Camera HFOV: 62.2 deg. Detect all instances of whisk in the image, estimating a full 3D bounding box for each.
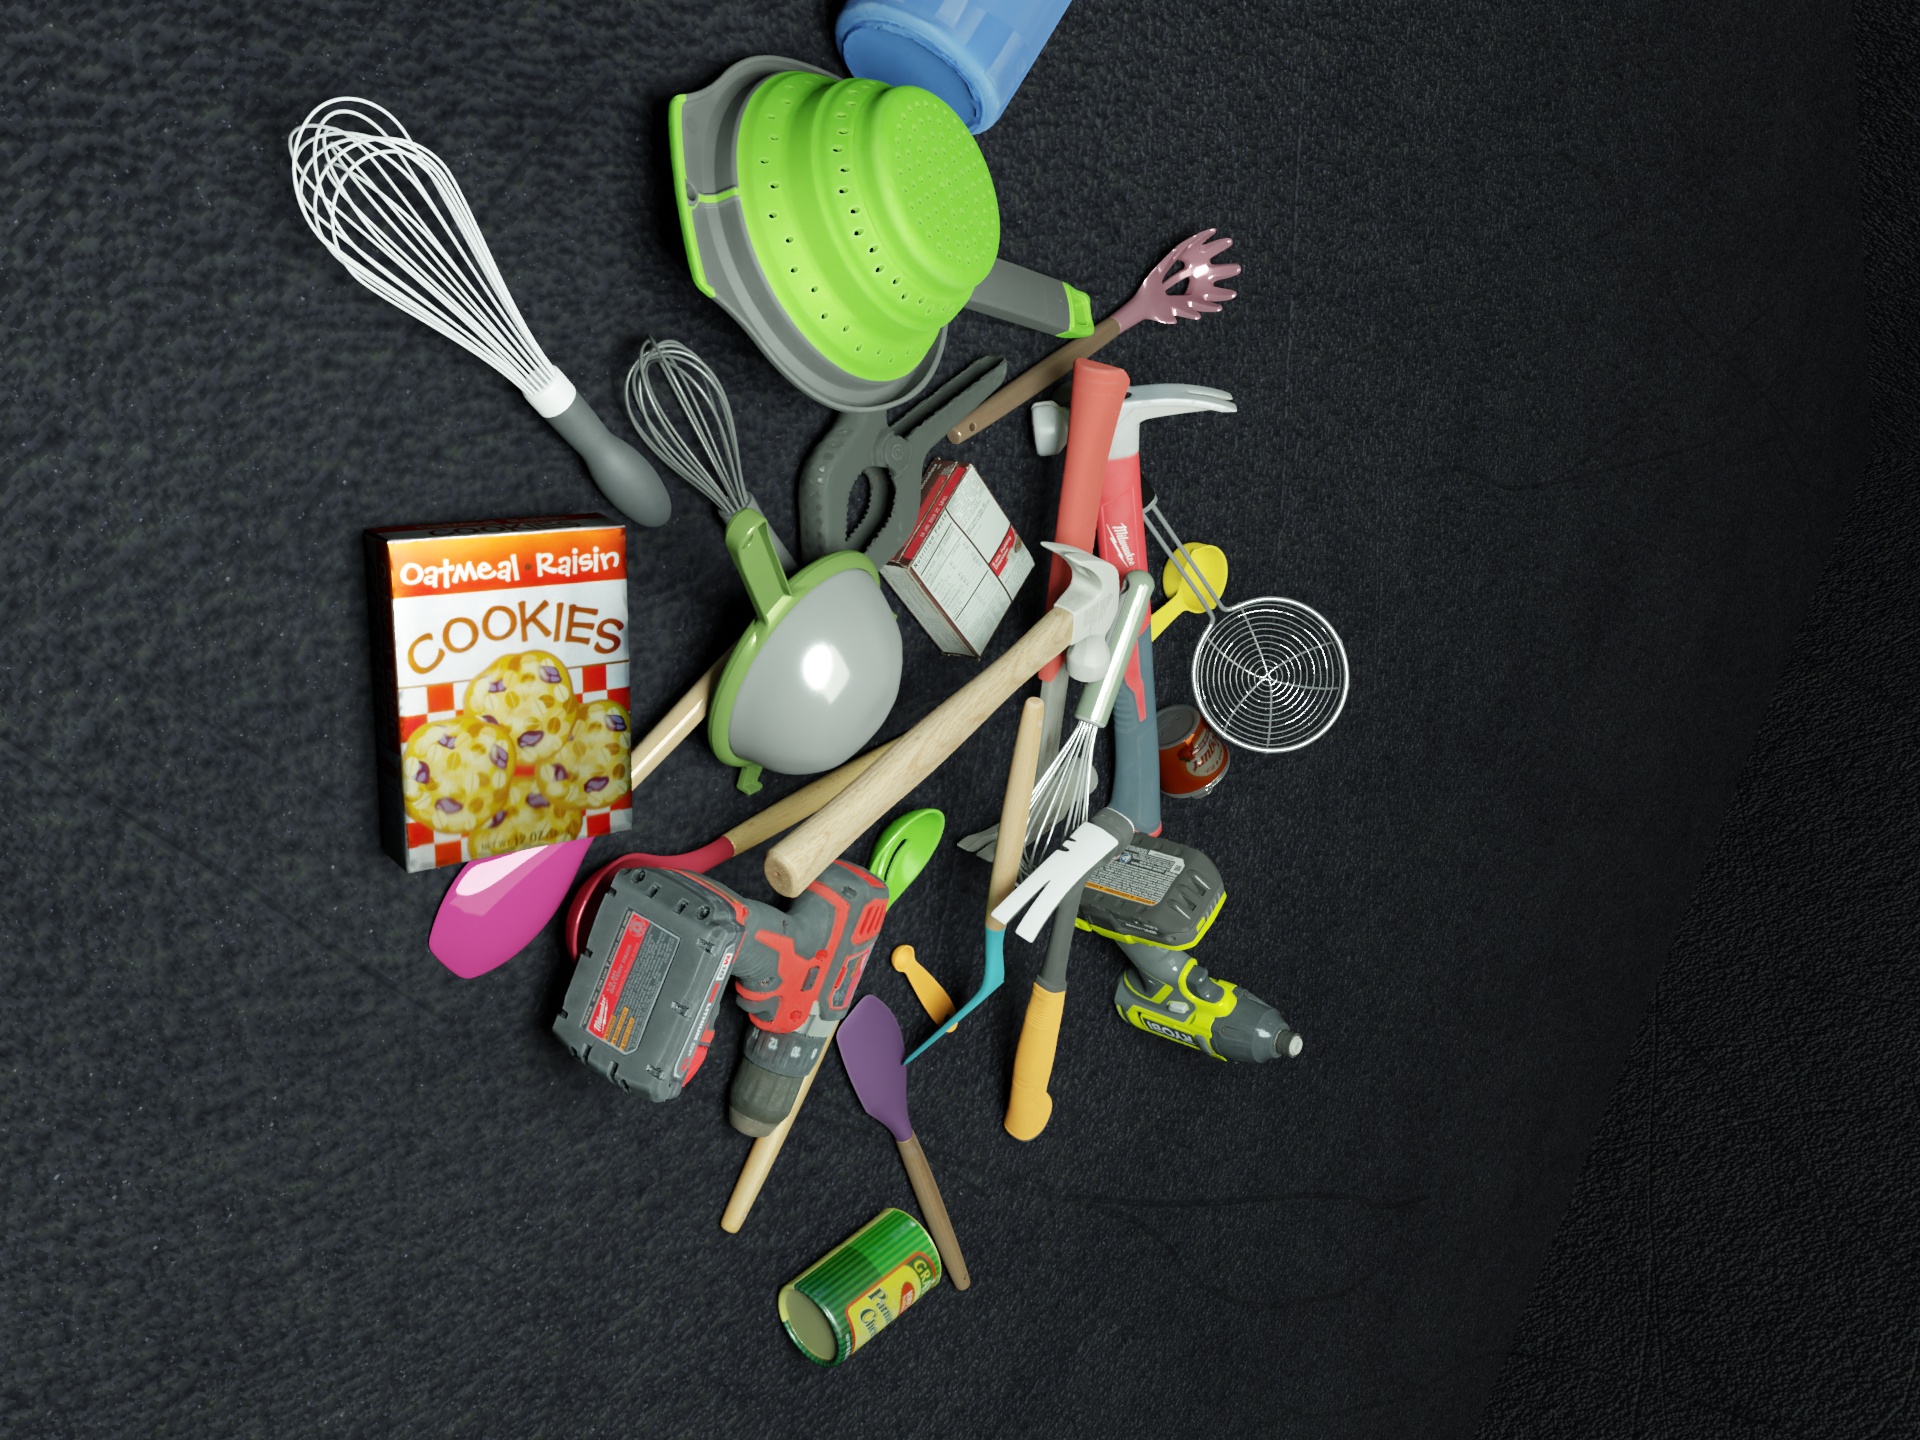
[{"bbox_3d":[0.089,0.007,1.143,0.059,0.058,0.246,20,89,-16],"label":"whisk"},{"bbox_3d":[-0.128,-0.123,0.920,0.055,0.055,0.238,-54,141,-24],"label":"whisk"},{"bbox_3d":[-0.221,-0.184,0.781,0.070,0.070,0.284,-61,145,-17],"label":"whisk"}]

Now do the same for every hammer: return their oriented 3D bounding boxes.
[{"bbox_3d":[0.060,0.215,1.181,0.127,0.034,0.336,-39,149,-37],"label":"hammer"},{"bbox_3d":[-0.002,-0.003,0.990,0.331,0.031,0.130,-41,147,-35],"label":"hammer"},{"bbox_3d":[0.068,-0.075,1.128,0.149,0.037,0.358,-29,133,-48],"label":"hammer"},{"bbox_3d":[0.144,-0.069,1.218,0.038,0.143,0.386,-91,173,-57],"label":"hammer"}]

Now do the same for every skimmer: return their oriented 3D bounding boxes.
[{"bbox_3d":[0.183,-0.115,1.229,0.127,0.090,0.362,-39,127,5],"label":"skimmer"}]

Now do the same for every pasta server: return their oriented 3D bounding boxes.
[{"bbox_3d":[0.100,-0.275,1.151,0.316,0.040,0.060,-40,118,-34],"label":"pasta server"}]

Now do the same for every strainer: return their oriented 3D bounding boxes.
[{"bbox_3d":[-0.080,-0.040,0.897,0.151,0.069,0.256,-51,164,-14],"label":"strainer"}]

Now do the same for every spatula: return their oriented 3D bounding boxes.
[{"bbox_3d":[-0.035,0.328,1.202,0.060,0.018,0.315,-47,133,-39],"label":"spatula"},{"bbox_3d":[0.018,0.117,1.100,0.082,0.044,0.317,-30,139,-46],"label":"spatula"}]

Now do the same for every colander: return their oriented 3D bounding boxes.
[{"bbox_3d":[0.003,-0.284,0.945,0.397,0.094,0.204,-4,84,-55],"label":"colander"}]

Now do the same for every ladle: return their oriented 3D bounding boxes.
[{"bbox_3d":[-0.127,0.068,0.998,0.315,0.031,0.069,-30,132,-44],"label":"ladle"}]

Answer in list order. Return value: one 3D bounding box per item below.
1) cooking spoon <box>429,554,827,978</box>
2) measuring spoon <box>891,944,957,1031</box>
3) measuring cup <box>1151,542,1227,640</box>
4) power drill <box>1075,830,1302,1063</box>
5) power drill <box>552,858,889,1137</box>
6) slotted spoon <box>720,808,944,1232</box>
[{"bbox_3d":[-0.177,0.018,0.904,0.319,0.017,0.068,-49,135,-18],"label":"cooking spoon"},{"bbox_3d":[-0.027,0.199,1.179,0.021,0.011,0.116,-53,140,-21],"label":"measuring spoon"},{"bbox_3d":[0.157,-0.088,1.300,0.156,0.029,0.062,-42,129,-18],"label":"measuring cup"},{"bbox_3d":[0.179,0.194,1.299,0.080,0.171,0.223,-52,133,-26],"label":"power drill"},{"bbox_3d":[-0.138,0.173,0.961,0.226,0.080,0.188,13,100,-64],"label":"power drill"},{"bbox_3d":[-0.091,0.199,1.085,0.314,0.031,0.070,-65,155,-9],"label":"slotted spoon"}]
